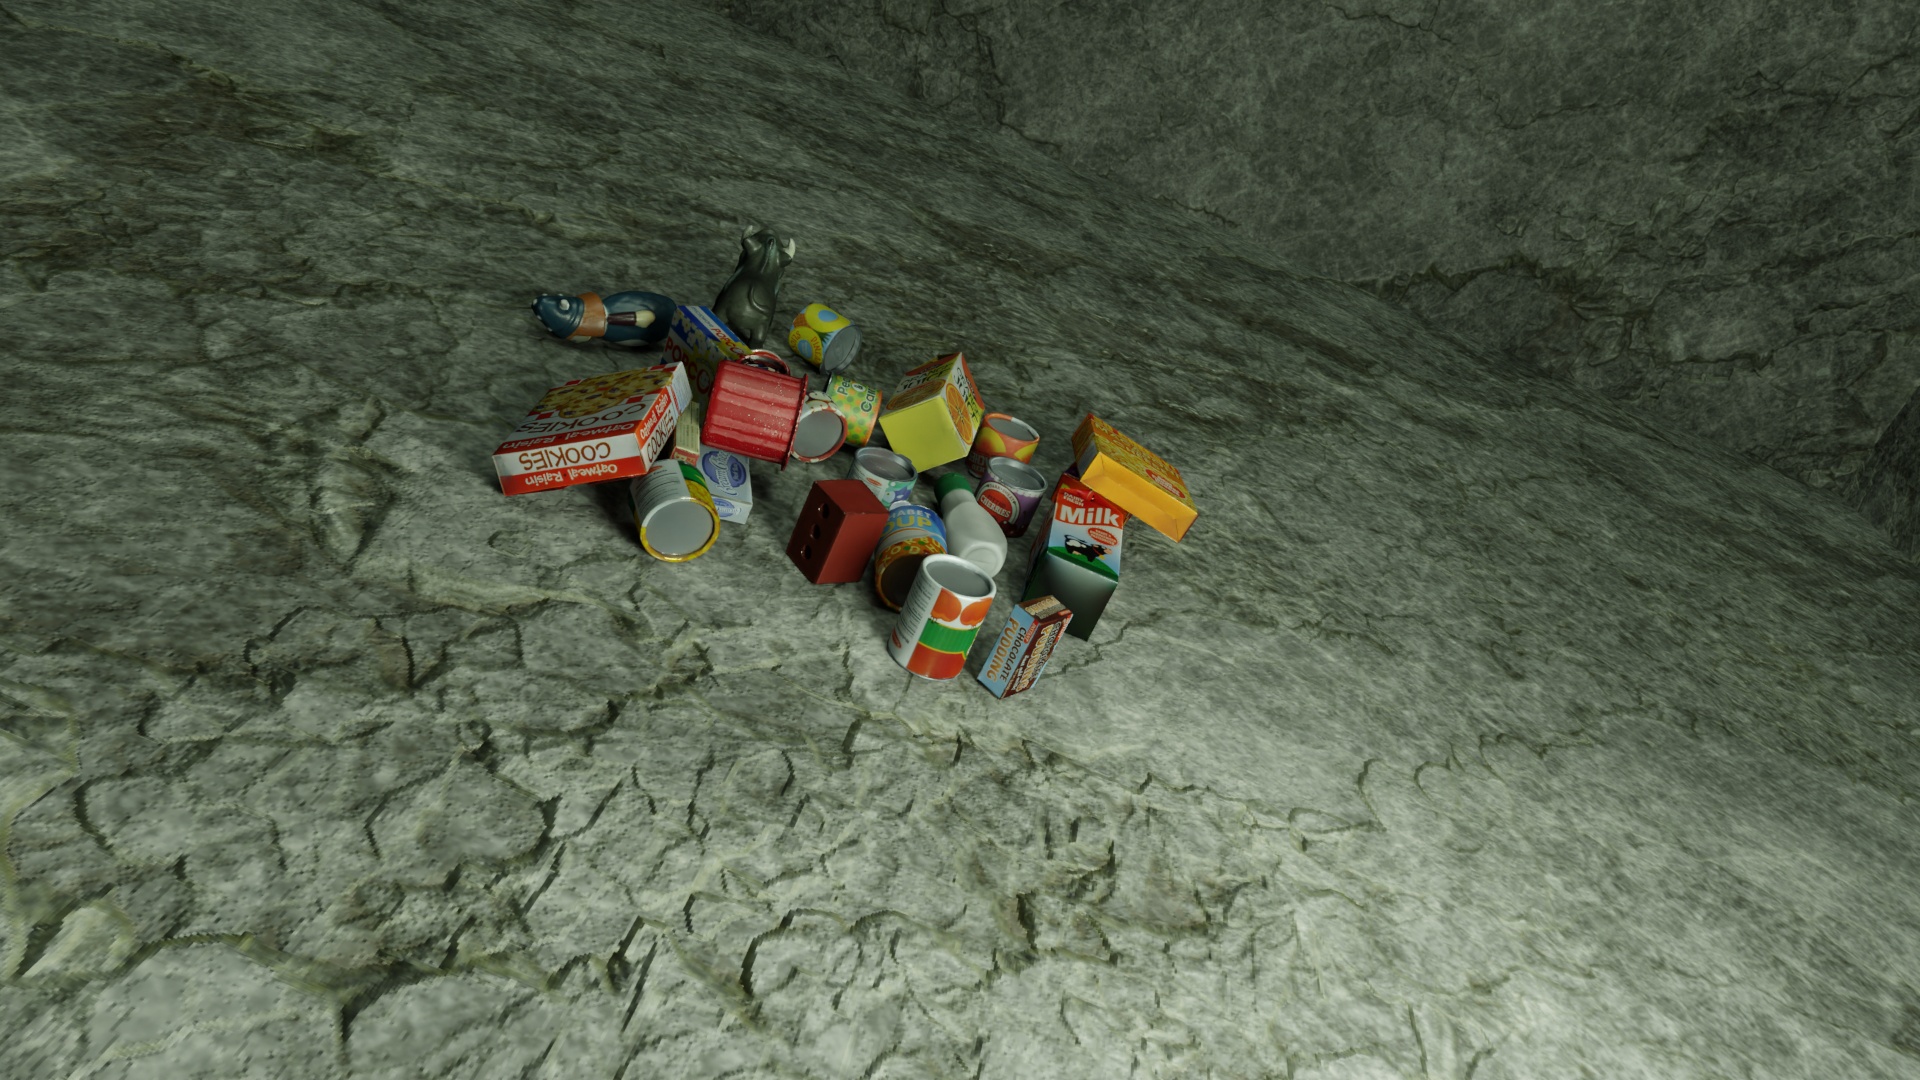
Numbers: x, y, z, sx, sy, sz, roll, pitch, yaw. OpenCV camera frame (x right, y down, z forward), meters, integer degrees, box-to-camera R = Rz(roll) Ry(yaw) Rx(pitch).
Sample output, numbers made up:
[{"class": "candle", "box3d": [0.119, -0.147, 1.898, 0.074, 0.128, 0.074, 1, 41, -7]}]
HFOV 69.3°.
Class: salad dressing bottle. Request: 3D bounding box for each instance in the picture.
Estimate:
[{"class": "salad dressing bottle", "box3d": [0.005, -0.017, 1.351, 0.064, 0.043, 0.148, 12, 27, -19]}]

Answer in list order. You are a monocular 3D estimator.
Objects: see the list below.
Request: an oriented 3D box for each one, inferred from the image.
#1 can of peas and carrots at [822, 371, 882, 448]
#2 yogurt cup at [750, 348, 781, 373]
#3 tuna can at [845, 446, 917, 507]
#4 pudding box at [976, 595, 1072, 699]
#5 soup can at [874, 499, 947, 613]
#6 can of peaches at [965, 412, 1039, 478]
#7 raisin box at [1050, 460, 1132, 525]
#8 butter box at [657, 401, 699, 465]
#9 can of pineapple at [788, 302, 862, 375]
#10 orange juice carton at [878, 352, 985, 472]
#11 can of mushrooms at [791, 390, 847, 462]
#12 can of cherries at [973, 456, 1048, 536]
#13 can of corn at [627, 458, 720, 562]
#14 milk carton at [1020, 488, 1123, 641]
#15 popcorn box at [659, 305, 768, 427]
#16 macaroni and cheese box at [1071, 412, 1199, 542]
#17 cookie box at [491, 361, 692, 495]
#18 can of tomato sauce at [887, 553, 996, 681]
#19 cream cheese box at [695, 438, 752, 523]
[{"class": "can of peas and carrots", "box3d": [-0.118, -0.136, 1.442, 0.059, 0.070, 0.071, 19, 26, -11]}, {"class": "yogurt cup", "box3d": [-0.204, -0.153, 1.413, 0.072, 0.072, 0.054, 4, 40, -34]}, {"class": "tuna can", "box3d": [-0.077, -0.063, 1.381, 0.071, 0.032, 0.071, 19, 26, -10]}, {"class": "pudding box", "box3d": [0.053, 0.088, 1.148, 0.030, 0.083, 0.050, 41, 30, 26]}, {"class": "soup can", "box3d": [-0.044, 0.014, 1.221, 0.071, 0.071, 0.084, 17, 27, -14]}, {"class": "can of peaches", "box3d": [0.045, -0.099, 1.521, 0.071, 0.057, 0.071, 19, 26, -10]}, {"class": "raisin box", "box3d": [0.163, -0.059, 1.563, 0.086, 0.040, 0.124, 30, 27, 10]}, {"class": "butter box", "box3d": [-0.254, -0.083, 1.252, 0.024, 0.053, 0.104, 17, 27, -20]}, {"class": "can of pineapple", "box3d": [-0.157, -0.231, 1.595, 0.058, 0.070, 0.071, 34, 28, 21]}, {"class": "orange juice carton", "box3d": [-0.025, -0.145, 1.502, 0.073, 0.071, 0.193, -18, 21, 16]}, {"class": "can of mushrooms", "box3d": [-0.146, -0.113, 1.381, 0.071, 0.070, 0.033, 3, 33, -36]}, {"class": "can of cherries", "box3d": [0.047, -0.044, 1.419, 0.071, 0.058, 0.072, 20, 26, -10]}, {"class": "can of corn", "box3d": [-0.234, -0.023, 1.143, 0.071, 0.070, 0.058, 8, 31, -30]}, {"class": "milk carton", "box3d": [0.110, 0.012, 1.349, 0.073, 0.072, 0.191, 23, 26, -2]}, {"class": "popcorn box", "box3d": [-0.248, -0.167, 1.377, 0.038, 0.084, 0.127, -5, 38, -43]}, {"class": "macaroni and cheese box", "box3d": [0.180, -0.069, 1.469, 0.124, 0.040, 0.167, 32, 16, -9]}, {"class": "cookie box", "box3d": [-0.309, -0.097, 1.185, 0.123, 0.040, 0.168, -9, 26, 7]}, {"class": "can of tomato sauce", "box3d": [-0.014, 0.062, 1.140, 0.071, 0.082, 0.071, 19, 27, -10]}, {"class": "cream cheese box", "box3d": [-0.219, -0.055, 1.260, 0.053, 0.024, 0.104, 14, 28, -19]}]
